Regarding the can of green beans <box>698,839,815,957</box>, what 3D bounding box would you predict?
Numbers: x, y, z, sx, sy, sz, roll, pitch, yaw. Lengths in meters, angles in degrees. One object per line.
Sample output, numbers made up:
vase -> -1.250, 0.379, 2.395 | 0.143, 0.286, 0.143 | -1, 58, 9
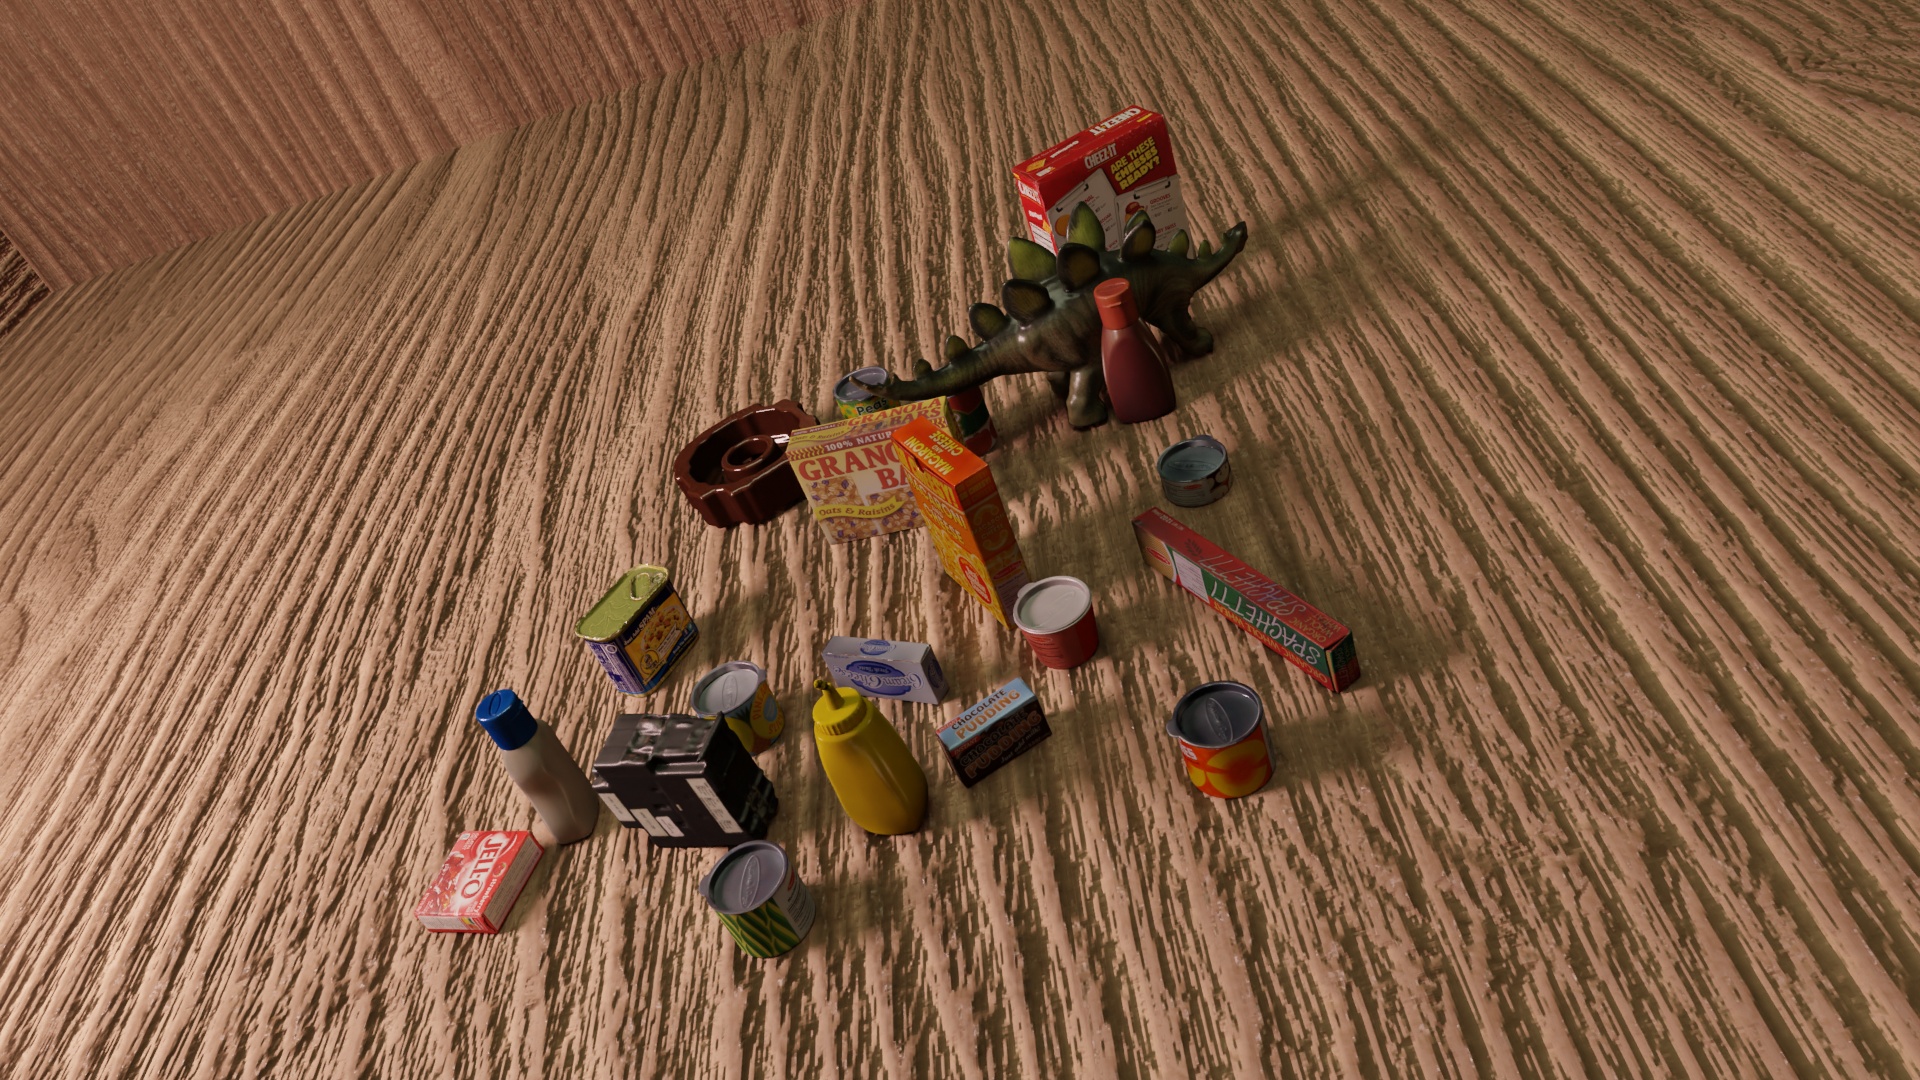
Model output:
can of green beans -> -0.149, 0.268, 1.038 | 0.071, 0.057, 0.071 | -14, 36, 11

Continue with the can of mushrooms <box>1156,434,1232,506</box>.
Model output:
can of mushrooms -> 0.220, -0.065, 1.296 | 0.071, 0.033, 0.071 | -14, 36, 11

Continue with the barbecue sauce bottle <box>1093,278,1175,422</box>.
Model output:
barbecue sauce bottle -> 0.169, -0.189, 1.385 | 0.065, 0.148, 0.044 | -14, 36, 11

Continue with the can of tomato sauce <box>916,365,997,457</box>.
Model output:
can of tomato sauce -> -0.005, -0.132, 1.459 | 0.071, 0.082, 0.071 | -14, 36, 11

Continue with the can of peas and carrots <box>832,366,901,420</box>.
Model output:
can of peas and carrots -> -0.102, -0.152, 1.557 | 0.071, 0.058, 0.071 | -14, 36, 11

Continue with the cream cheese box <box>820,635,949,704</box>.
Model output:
cream cheese box -> -0.065, 0.112, 1.200 | 0.104, 0.053, 0.024 | 2, 42, 30

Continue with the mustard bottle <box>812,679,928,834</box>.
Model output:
mustard bottle -> -0.075, 0.158, 1.054 | 0.065, 0.159, 0.049 | -5, 39, 23

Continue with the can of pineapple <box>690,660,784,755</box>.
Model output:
can of pineapple -> -0.193, 0.148, 1.217 | 0.071, 0.057, 0.071 | -14, 36, 11

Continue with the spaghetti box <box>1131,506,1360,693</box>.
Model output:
spaghetti box -> 0.228, 0.044, 1.137 | 0.029, 0.050, 0.251 | -33, 37, -14

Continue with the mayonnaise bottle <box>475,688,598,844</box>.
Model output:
mayonnaise bottle -> -0.357, 0.188, 1.174 | 0.041, 0.147, 0.065 | -20, 36, 4

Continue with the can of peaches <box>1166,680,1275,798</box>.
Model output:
can of peaches -> 0.191, 0.146, 1.016 | 0.071, 0.057, 0.071 | -14, 36, 11

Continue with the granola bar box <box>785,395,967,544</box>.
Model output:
granola bar box -> -0.073, -0.068, 1.376 | 0.165, 0.123, 0.039 | -11, 37, 15

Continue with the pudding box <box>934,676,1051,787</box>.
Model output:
pudding box -> 0.026, 0.152, 1.103 | 0.084, 0.049, 0.030 | -31, 36, -12

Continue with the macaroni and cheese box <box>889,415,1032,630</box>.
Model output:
macaroni and cheese box -> 0.004, -0.015, 1.232 | 0.040, 0.165, 0.124 | -32, 37, -13

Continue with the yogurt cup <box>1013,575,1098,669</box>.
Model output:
yogurt cup -> 0.084, 0.072, 1.173 | 0.072, 0.053, 0.073 | -14, 36, 11
